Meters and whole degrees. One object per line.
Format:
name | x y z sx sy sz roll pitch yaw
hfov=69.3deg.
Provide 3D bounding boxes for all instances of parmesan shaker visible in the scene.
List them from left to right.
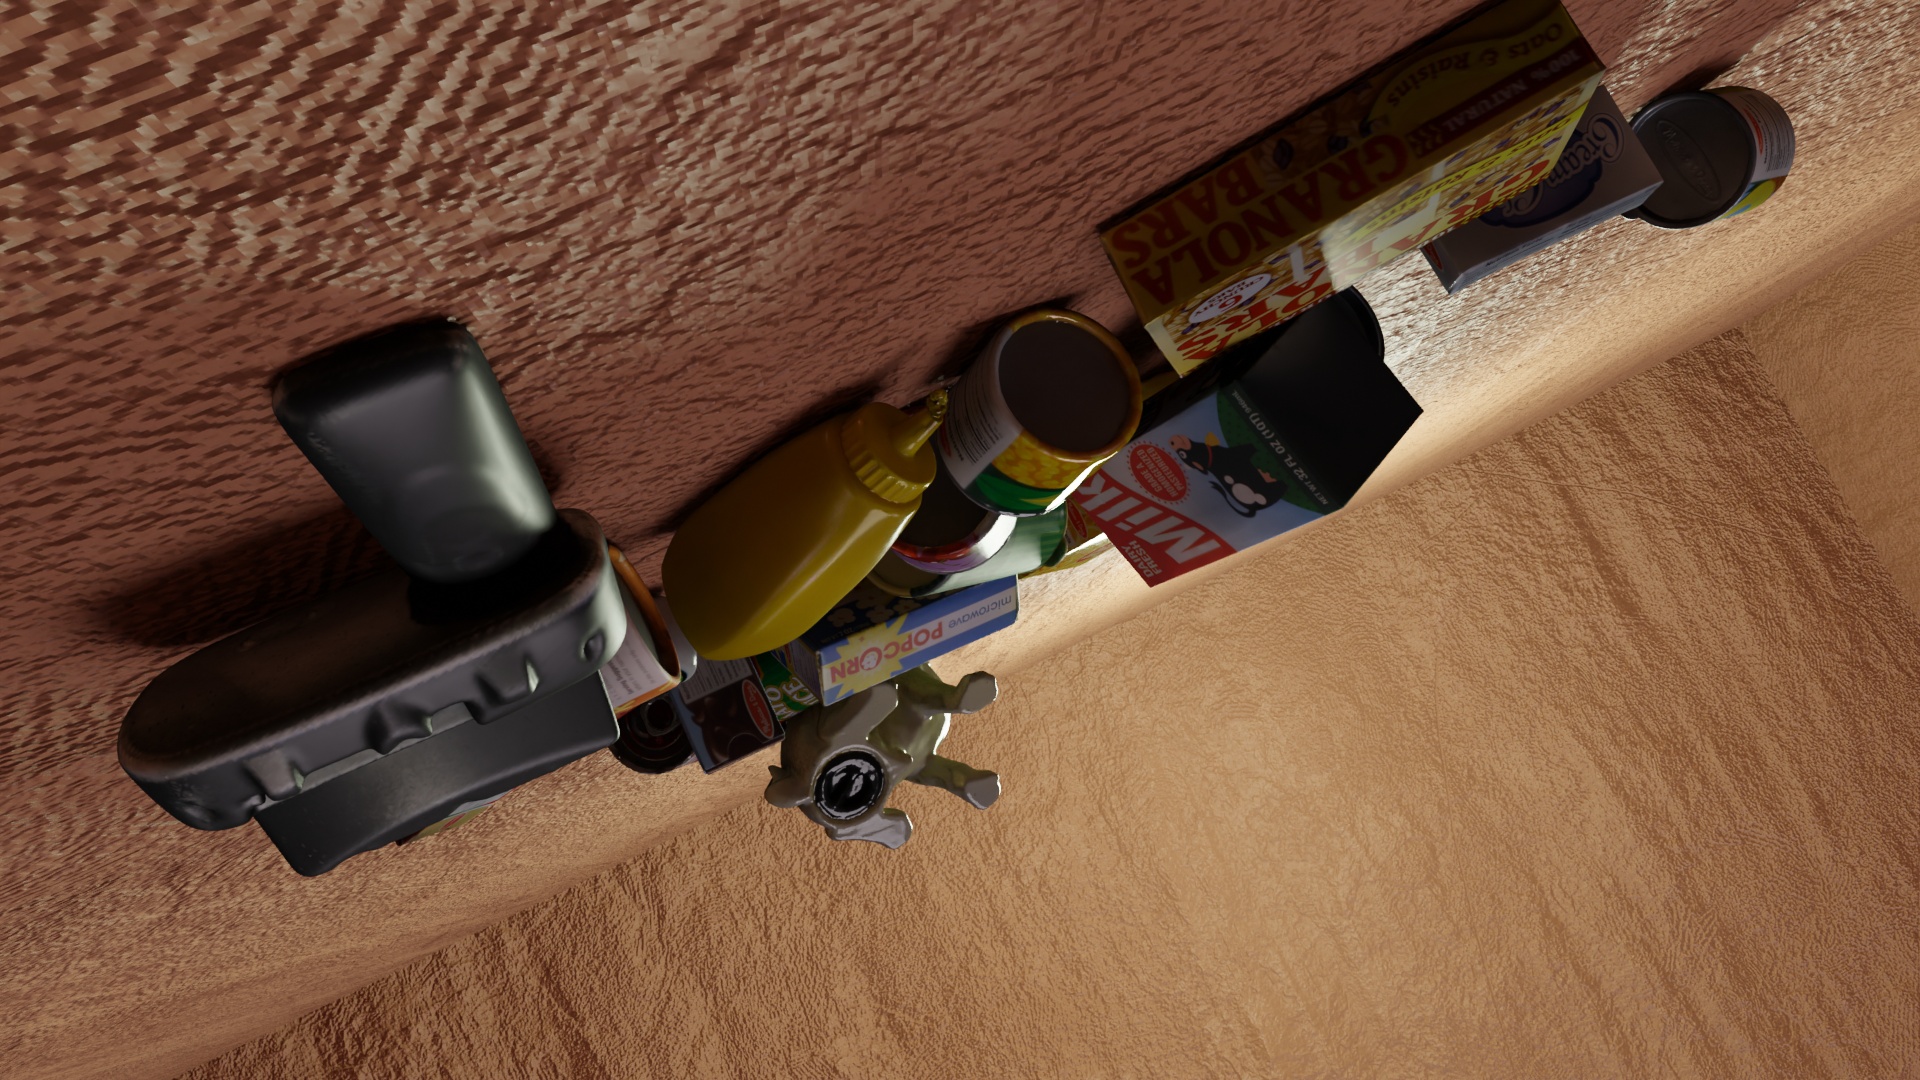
parmesan shaker | 0.002 -0.009 0.688 0.071 0.071 0.103 -32 169 30

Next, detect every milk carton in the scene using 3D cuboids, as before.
milk carton | 0.116 -0.037 0.658 0.074 0.072 0.190 -44 -174 -29

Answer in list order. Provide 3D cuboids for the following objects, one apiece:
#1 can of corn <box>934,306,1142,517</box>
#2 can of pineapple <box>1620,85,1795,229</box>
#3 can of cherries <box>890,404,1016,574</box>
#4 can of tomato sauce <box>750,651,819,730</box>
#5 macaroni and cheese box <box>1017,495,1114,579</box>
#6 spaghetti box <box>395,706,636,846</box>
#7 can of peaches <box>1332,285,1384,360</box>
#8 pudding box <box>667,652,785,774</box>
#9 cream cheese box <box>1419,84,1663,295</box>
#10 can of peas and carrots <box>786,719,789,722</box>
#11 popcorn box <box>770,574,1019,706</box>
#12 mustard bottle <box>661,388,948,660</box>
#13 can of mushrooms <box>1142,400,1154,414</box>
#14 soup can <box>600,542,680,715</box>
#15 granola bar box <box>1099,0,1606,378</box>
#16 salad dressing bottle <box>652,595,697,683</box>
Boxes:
can of corn | 0.033 -0.050 0.548 0.071 0.071 0.058 -21 169 -28
can of pineapple | 0.369 -0.191 0.693 0.058 0.071 0.070 -19 168 -39
can of cherries | -0.012 -0.021 0.600 0.071 0.071 0.058 -26 171 2
can of tomato sauce | -0.097 0.071 0.861 0.083 0.071 0.071 -30 170 22
macaroni and cheese box | 0.125 -0.029 1.008 0.166 0.040 0.124 -30 171 24
spaghetti box | -0.271 0.129 0.844 0.249 0.029 0.050 -33 169 37
can of peaches | 0.160 -0.091 0.678 0.071 0.071 0.058 -21 170 -31
pudding box | -0.139 0.086 0.788 0.050 0.084 0.030 -24 171 -13
cream cheese box | 0.245 -0.152 0.604 0.104 0.053 0.024 -25 169 -6
can of peas and carrots | -0.151 0.114 0.996 0.071 0.059 0.071 -26 171 -4
popcorn box | -0.043 0.033 0.754 0.127 0.085 0.038 -21 126 -28
mustard bottle | -0.055 -0.011 0.548 0.159 0.065 0.049 -37 162 33
can of mushrooms | 0.051 -0.062 0.642 0.071 0.033 0.071 -25 170 -5
soup can | -0.165 0.046 0.559 0.084 0.071 0.071 -26 171 -2
granola bar box | 0.140 -0.125 0.514 0.165 0.039 0.124 -28 171 12
salad dressing bottle | -0.199 0.069 0.653 0.148 0.044 0.064 -20 167 -34
